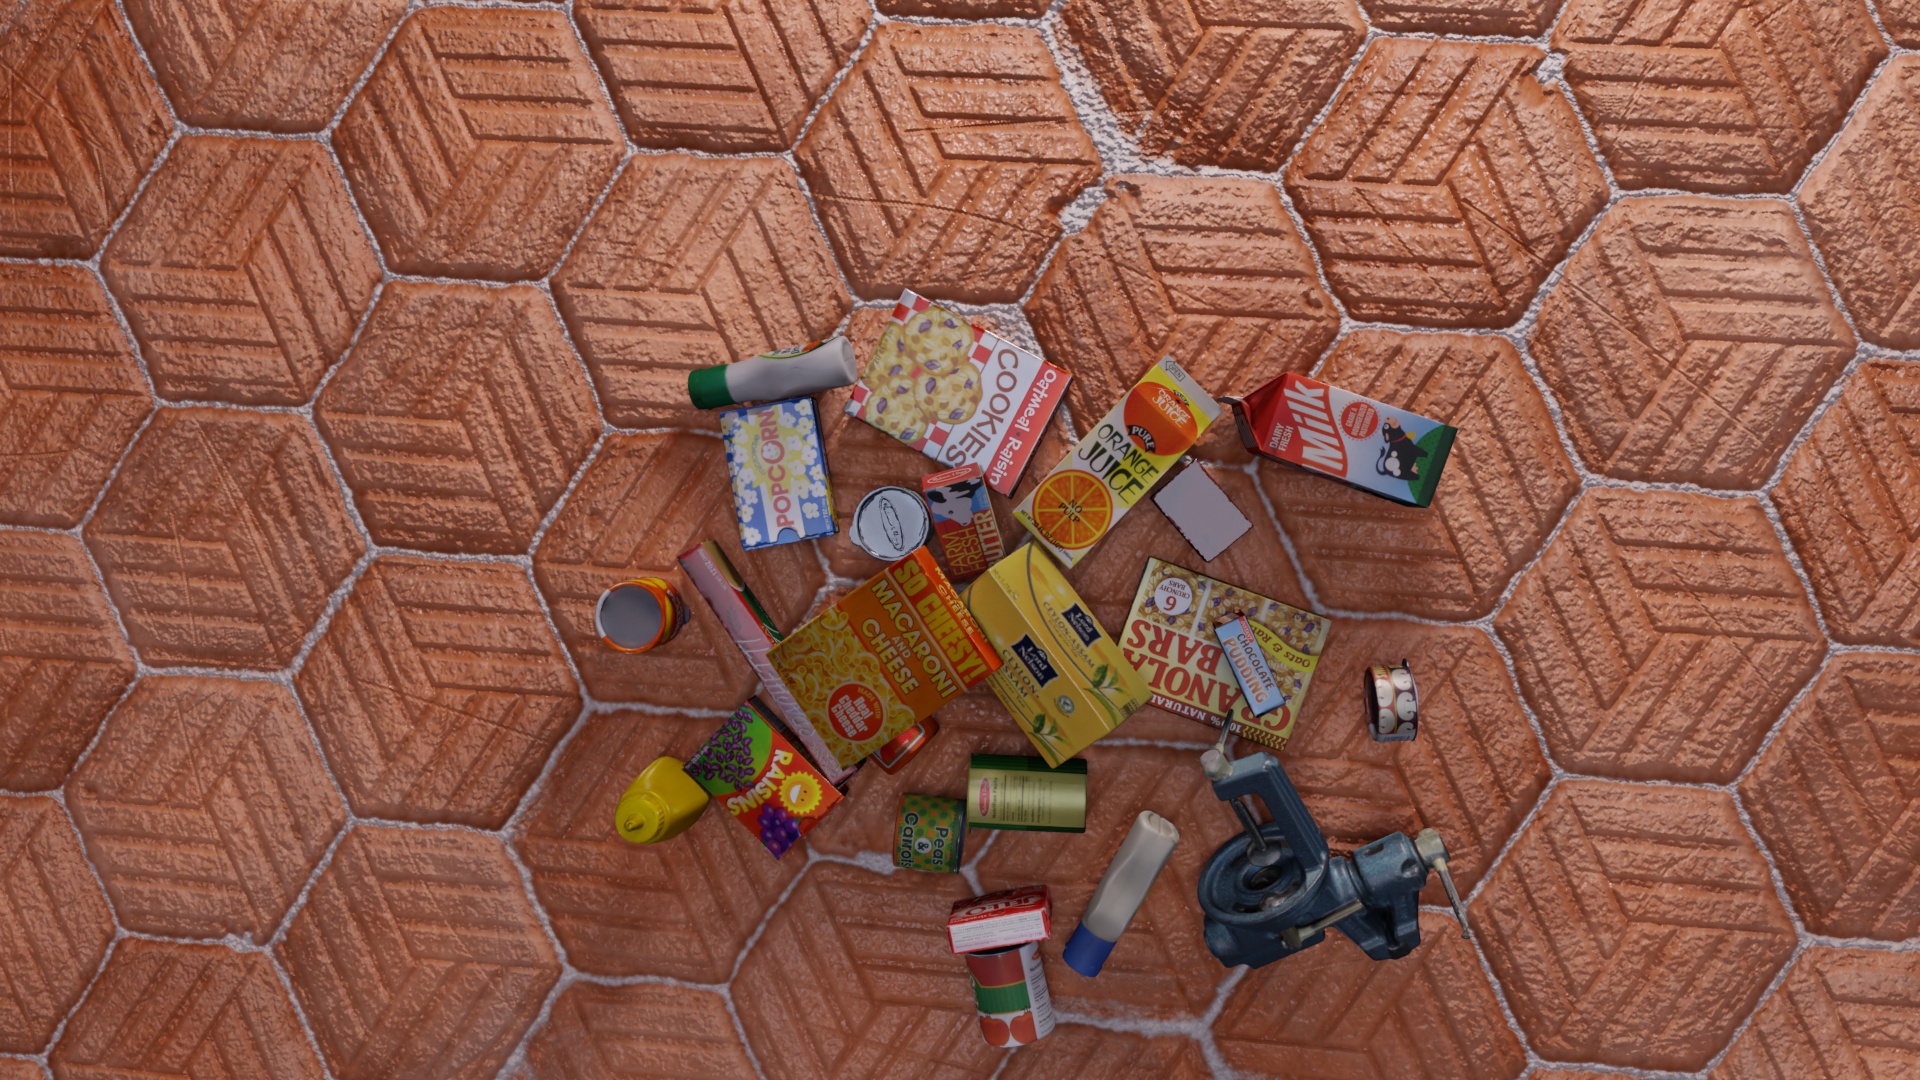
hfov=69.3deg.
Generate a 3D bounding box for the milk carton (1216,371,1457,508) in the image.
[{"bbox_3d":[0.313,-0.092,1.188,0.191,0.072,0.073,19,93,3],"label":"milk carton"}]

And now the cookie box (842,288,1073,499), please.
[{"bbox_3d":[-0.001,-0.129,1.231,0.167,0.040,0.123,28,93,4],"label":"cookie box"}]

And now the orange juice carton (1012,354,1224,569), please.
[{"bbox_3d":[0.137,-0.068,1.204,0.072,0.073,0.192,44,94,3],"label":"orange juice carton"}]

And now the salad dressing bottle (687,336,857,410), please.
[{"bbox_3d":[-0.168,-0.147,1.235,0.147,0.064,0.044,-10,104,12],"label":"salad dressing bottle"}]

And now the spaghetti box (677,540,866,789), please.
[{"bbox_3d":[-0.167,0.109,1.243,0.028,0.050,0.250,-35,89,6],"label":"spaghetti box"}]

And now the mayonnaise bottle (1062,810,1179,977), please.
[{"bbox_3d":[0.140,0.311,1.219,0.041,0.065,0.148,29,97,6],"label":"mayonnaise bottle"}]

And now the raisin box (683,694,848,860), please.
[{"bbox_3d":[-0.174,0.213,1.251,0.123,0.040,0.086,45,93,2],"label":"raisin box"}]

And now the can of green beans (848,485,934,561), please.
[{"bbox_3d":[-0.058,-0.016,1.228,0.071,0.058,0.071,0,91,4],"label":"can of green beans"}]

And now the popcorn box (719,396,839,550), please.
[{"bbox_3d":[-0.162,-0.060,1.246,0.085,0.038,0.126,-10,90,4],"label":"popcorn box"}]

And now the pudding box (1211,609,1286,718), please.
[{"bbox_3d":[0.242,0.103,1.170,0.030,0.050,0.083,-24,89,7],"label":"pudding box"}]

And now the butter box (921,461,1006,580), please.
[{"bbox_3d":[0.004,-0.015,1.215,0.053,0.024,0.103,-15,124,4],"label":"butter box"}]

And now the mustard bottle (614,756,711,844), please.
[{"bbox_3d":[-0.264,0.229,1.198,0.065,0.160,0.049,38,96,4],"label":"mustard bottle"}]

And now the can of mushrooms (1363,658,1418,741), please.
[{"bbox_3d":[0.369,0.137,1.193,0.033,0.071,0.071,-4,91,6],"label":"can of mushrooms"}]

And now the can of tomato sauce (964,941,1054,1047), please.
[{"bbox_3d":[0.041,0.393,1.225,0.071,0.071,0.083,-12,91,5],"label":"can of tomato sauce"}]

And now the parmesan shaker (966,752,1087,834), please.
[{"bbox_3d":[0.059,0.225,1.220,0.103,0.071,0.071,2,92,4],"label":"parmesan shaker"}]

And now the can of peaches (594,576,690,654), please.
[{"bbox_3d":[-0.286,0.067,1.248,0.071,0.058,0.071,0,91,5],"label":"can of peaches"}]

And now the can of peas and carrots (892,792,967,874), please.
[{"bbox_3d":[-0.027,0.259,1.225,0.059,0.071,0.071,6,92,5],"label":"can of peas and carrots"}]

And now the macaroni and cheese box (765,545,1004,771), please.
[{"bbox_3d":[-0.065,0.100,1.183,0.166,0.040,0.123,-35,88,18],"label":"macaroni and cheese box"}]

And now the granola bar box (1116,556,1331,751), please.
[{"bbox_3d":[0.223,0.098,1.218,0.166,0.039,0.124,20,93,4],"label":"granola bar box"}]

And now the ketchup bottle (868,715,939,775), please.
[{"bbox_3d":[-0.090,0.136,1.241,0.149,0.043,0.064,46,100,3],"label":"ketchup bottle"}]
